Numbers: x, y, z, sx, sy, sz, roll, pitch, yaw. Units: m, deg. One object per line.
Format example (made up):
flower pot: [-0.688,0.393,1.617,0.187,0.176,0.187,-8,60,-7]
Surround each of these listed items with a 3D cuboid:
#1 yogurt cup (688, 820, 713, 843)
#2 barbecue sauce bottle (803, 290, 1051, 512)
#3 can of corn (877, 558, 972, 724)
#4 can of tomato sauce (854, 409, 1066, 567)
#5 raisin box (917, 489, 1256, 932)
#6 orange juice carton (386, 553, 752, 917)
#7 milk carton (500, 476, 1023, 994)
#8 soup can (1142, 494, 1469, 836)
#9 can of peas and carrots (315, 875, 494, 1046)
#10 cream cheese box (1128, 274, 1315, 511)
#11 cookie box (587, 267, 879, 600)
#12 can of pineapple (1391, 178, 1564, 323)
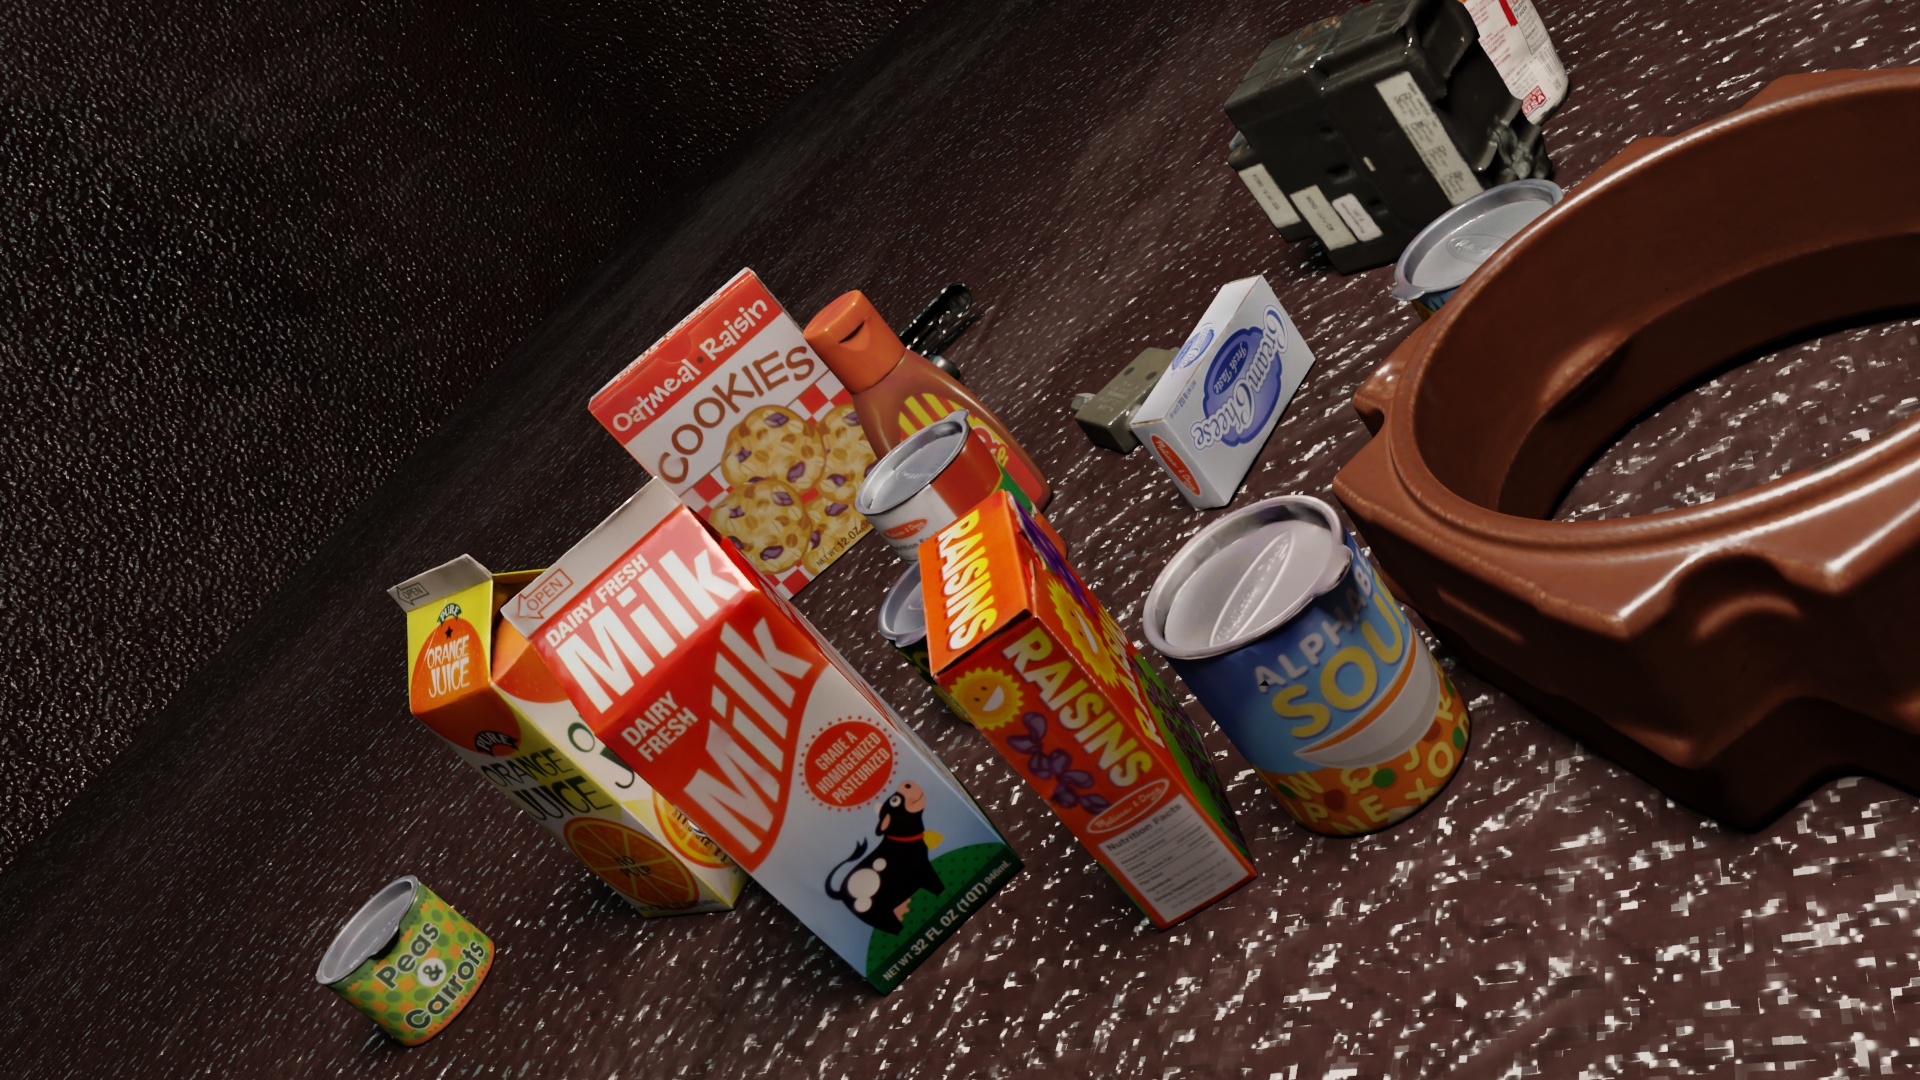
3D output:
yogurt cup: [-0.074,0.114,0.595,0.072,0.054,0.073,-33,24,17]
barbecue sauce bottle: [-0.019,-0.059,0.704,0.065,0.148,0.044,-43,23,-6]
can of corn: [0.007,0.039,0.602,0.071,0.058,0.071,-33,24,17]
can of tomato sauce: [0.002,-0.008,0.663,0.071,0.083,0.071,-33,24,17]
raisin box: [0.039,0.052,0.446,0.040,0.123,0.086,-35,23,13]
orange juice carton: [-0.168,0.080,0.620,0.071,0.192,0.073,-19,31,41]
milk carton: [-0.070,0.067,0.498,0.072,0.190,0.073,-42,23,-4]
soup can: [0.107,0.038,0.419,0.071,0.083,0.072,-33,24,17]
can of peas and carrots: [-0.285,0.218,0.720,0.071,0.058,0.071,-33,24,17]
cream cheese box: [0.120,-0.068,0.629,0.024,0.053,0.104,-9,38,51]
cookie box: [-0.119,-0.060,0.832,0.123,0.167,0.040,-41,23,-1]
can of pineapple: [0.210,-0.095,0.537,0.071,0.057,0.071,-33,24,17]
